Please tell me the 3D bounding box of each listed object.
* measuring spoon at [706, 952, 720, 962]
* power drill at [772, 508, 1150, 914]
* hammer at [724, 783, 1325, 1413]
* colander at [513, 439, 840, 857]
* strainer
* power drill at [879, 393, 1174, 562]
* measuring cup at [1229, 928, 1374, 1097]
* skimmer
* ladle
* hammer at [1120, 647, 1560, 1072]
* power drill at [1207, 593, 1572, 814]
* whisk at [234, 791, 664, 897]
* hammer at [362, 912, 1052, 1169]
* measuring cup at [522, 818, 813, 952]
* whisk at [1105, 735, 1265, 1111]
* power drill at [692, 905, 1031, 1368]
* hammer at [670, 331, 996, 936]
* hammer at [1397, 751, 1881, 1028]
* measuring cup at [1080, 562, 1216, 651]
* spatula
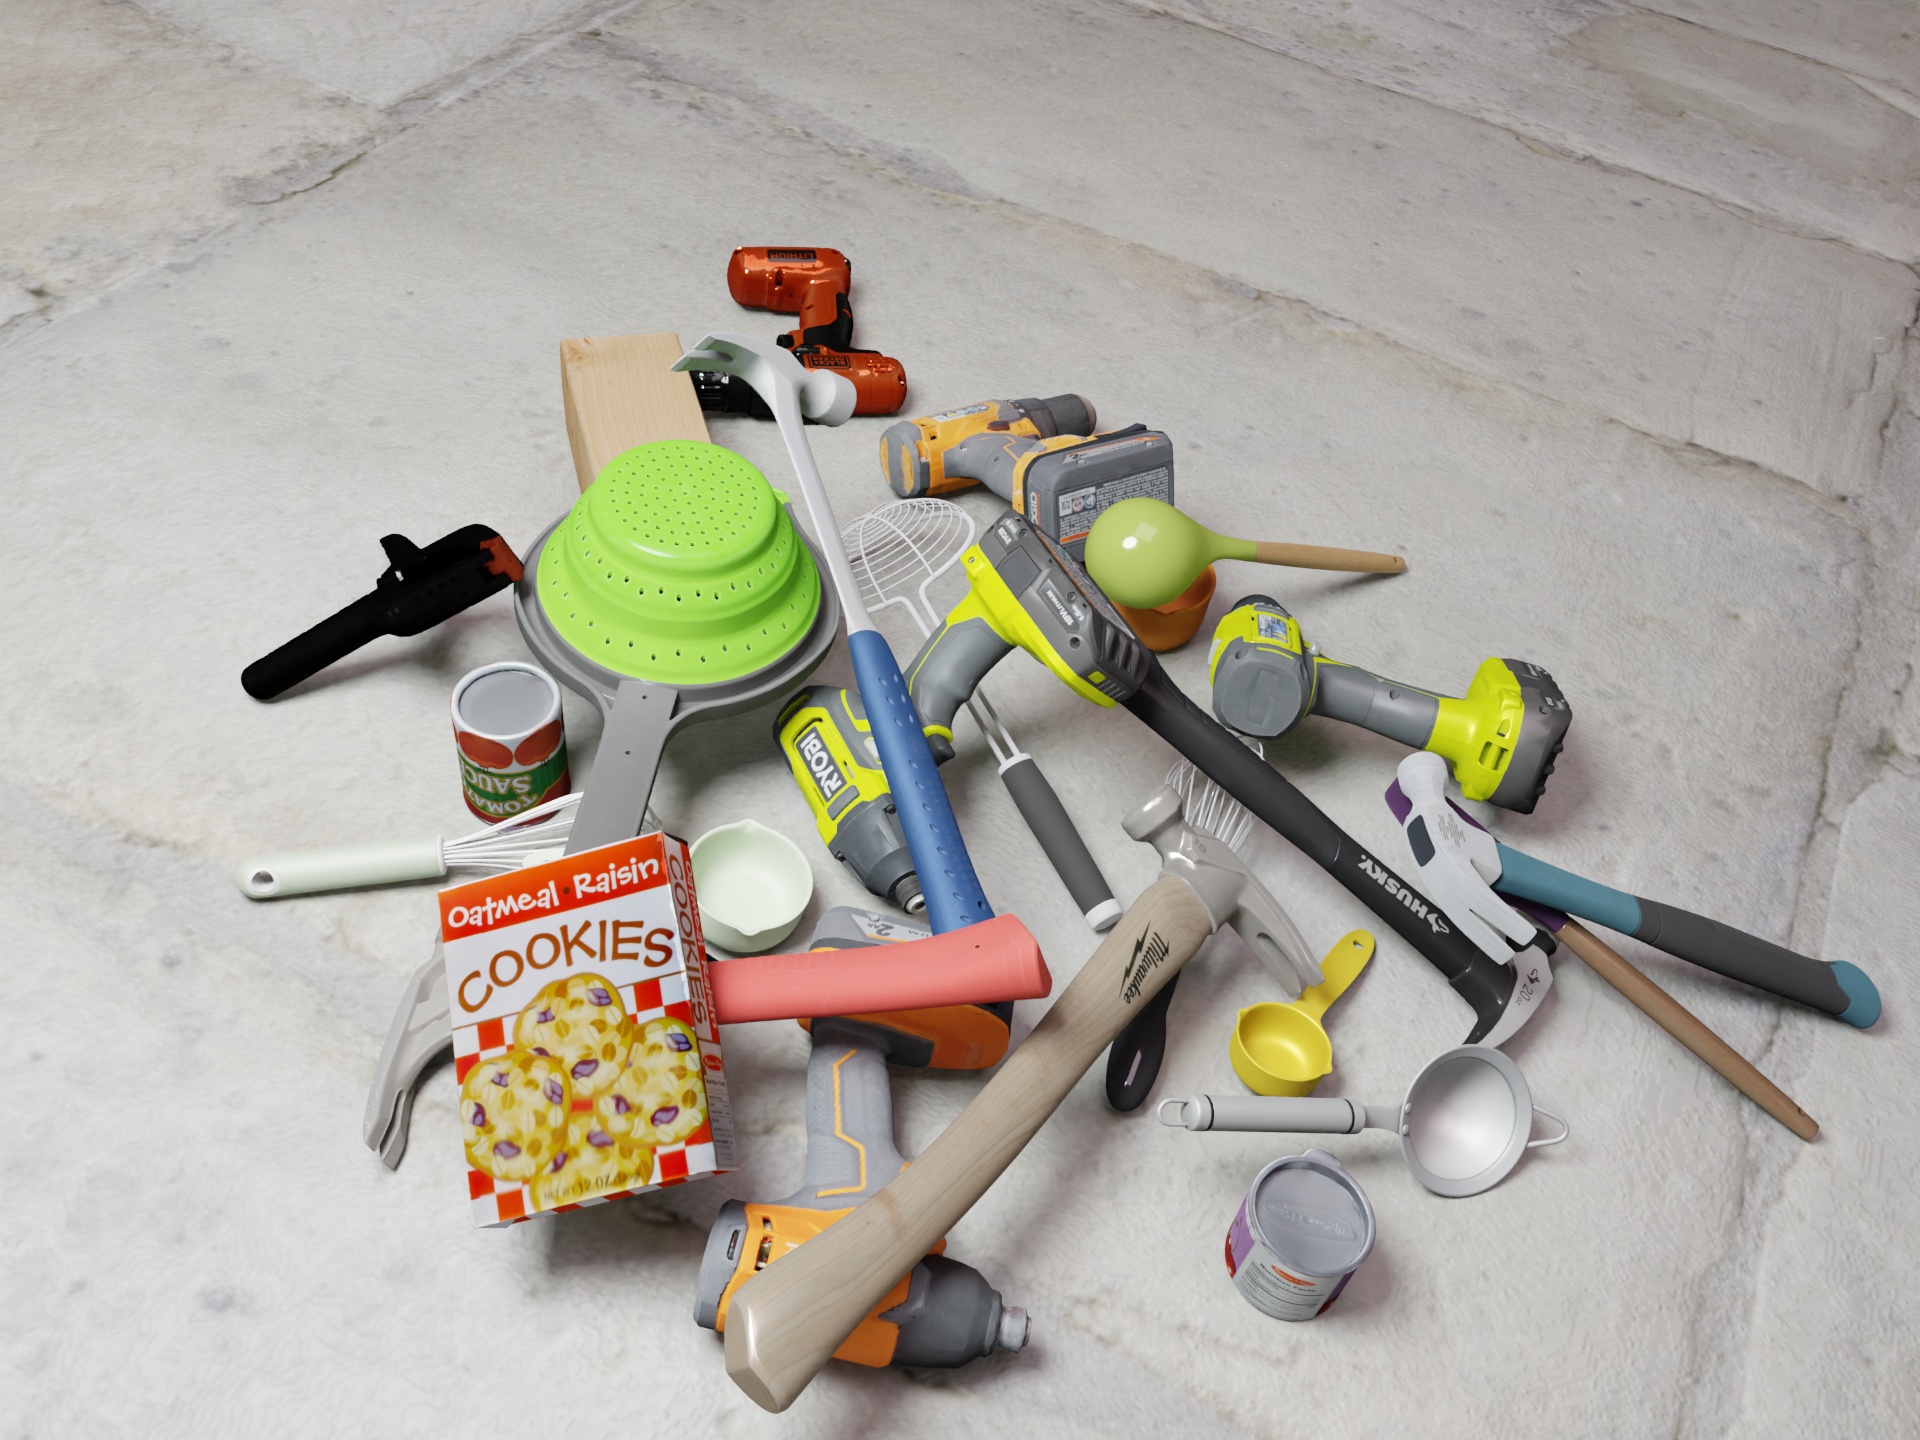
[{"bbox_3d":[-0.190,0.130,0.935,0.128,0.021,0.042,26,64,2],"label":"measuring spoon"},{"bbox_3d":[-0.002,-0.003,0.970,0.080,0.223,0.171,29,22,-50],"label":"power drill"},{"bbox_3d":[0.041,0.193,0.810,0.146,0.038,0.411,49,51,2],"label":"hammer"},{"bbox_3d":[-0.179,-0.044,0.926,0.204,0.094,0.397,11,49,-4],"label":"colander"},{"bbox_3d":[0.218,0.215,0.870,0.258,0.087,0.050,8,1,-24],"label":"strainer"},{"bbox_3d":[0.069,-0.195,1.196,0.185,0.084,0.226,-19,30,-27],"label":"power drill"},{"bbox_3d":[0.211,0.174,0.957,0.062,0.029,0.156,32,39,21],"label":"measuring cup"},{"bbox_3d":[0.013,-0.010,1.078,0.127,0.090,0.364,-30,67,0],"label":"skimmer"},{"bbox_3d":[0.218,-0.117,1.157,0.320,0.062,0.078,-1,72,-41],"label":"ladle"},{"bbox_3d":[0.215,0.073,0.972,0.335,0.035,0.146,40,51,3],"label":"hammer"},{"bbox_3d":[0.282,-0.024,1.089,0.228,0.080,0.191,16,21,4],"label":"power drill"},{"bbox_3d":[-0.301,0.078,0.947,0.246,0.057,0.059,-6,15,-11],"label":"whisk"},{"bbox_3d":[-0.132,0.149,0.823,0.359,0.036,0.149,-7,46,14],"label":"hammer"},{"bbox_3d":[-0.172,0.098,0.936,0.167,0.038,0.083,5,49,-14],"label":"measuring cup"},{"bbox_3d":[0.134,0.113,0.975,0.070,0.070,0.285,18,52,8],"label":"whisk"},{"bbox_3d":[-0.032,0.221,0.833,0.164,0.084,0.227,13,51,0],"label":"power drill"},{"bbox_3d":[-0.063,-0.057,0.920,0.144,0.035,0.406,13,50,-52],"label":"hammer"},{"bbox_3d":[0.418,0.121,0.968,0.331,0.033,0.128,20,42,-13],"label":"hammer"},{"bbox_3d":[0.097,-0.092,1.159,0.173,0.052,0.095,0,48,-6],"label":"measuring cup"},{"bbox_3d":[0.386,0.143,0.968,0.316,0.018,0.060,41,45,10],"label":"spatula"}]
